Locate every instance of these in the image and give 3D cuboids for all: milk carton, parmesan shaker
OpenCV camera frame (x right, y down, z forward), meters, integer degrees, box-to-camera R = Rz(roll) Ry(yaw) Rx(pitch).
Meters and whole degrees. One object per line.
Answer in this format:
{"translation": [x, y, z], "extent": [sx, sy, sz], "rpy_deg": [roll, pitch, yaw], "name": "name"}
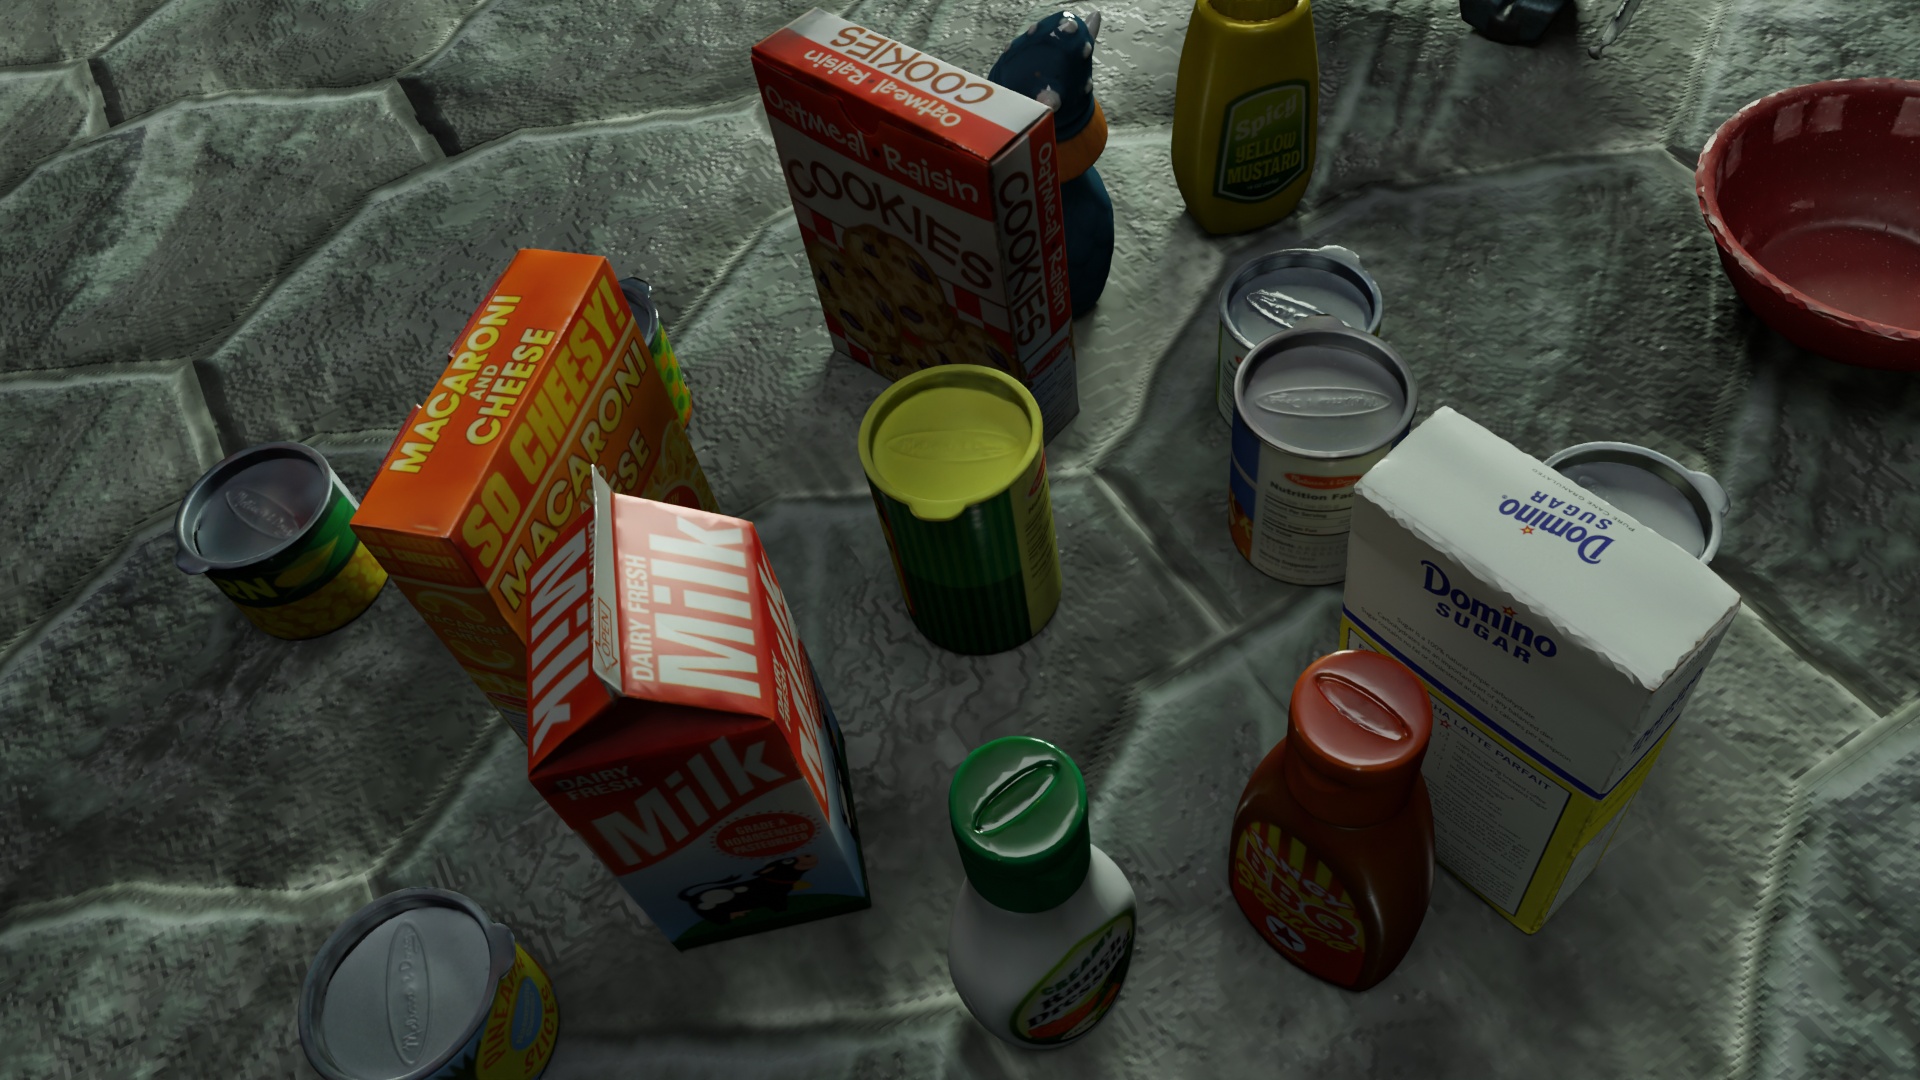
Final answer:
{"translation": [-0.084, 0.059, 0.442], "extent": [0.073, 0.189, 0.072], "rpy_deg": [-13, 54, -1], "name": "milk carton"}
{"translation": [0.002, -0.007, 0.531], "extent": [0.071, 0.102, 0.071], "rpy_deg": [-4, 54, 6], "name": "parmesan shaker"}

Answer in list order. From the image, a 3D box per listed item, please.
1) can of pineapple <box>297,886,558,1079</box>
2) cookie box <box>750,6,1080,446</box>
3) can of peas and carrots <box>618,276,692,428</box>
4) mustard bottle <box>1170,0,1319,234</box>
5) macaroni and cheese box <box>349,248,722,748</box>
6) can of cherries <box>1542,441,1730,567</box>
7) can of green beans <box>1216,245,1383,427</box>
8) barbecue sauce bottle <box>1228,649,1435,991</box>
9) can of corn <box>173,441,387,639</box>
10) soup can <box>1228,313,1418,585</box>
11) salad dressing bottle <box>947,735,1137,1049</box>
{"translation": [-0.174, 0.158, 0.466], "extent": [0.071, 0.057, 0.071], "rpy_deg": [-4, 54, 6], "name": "can of pineapple"}
{"translation": [-0.014, -0.123, 0.578], "extent": [0.123, 0.166, 0.040], "rpy_deg": [32, 65, 27], "name": "cookie box"}
{"translation": [-0.160, -0.076, 0.634], "extent": [0.071, 0.058, 0.071], "rpy_deg": [-4, 54, 6], "name": "can of peas and carrots"}
{"translation": [0.129, -0.212, 0.626], "extent": [0.065, 0.159, 0.049], "rpy_deg": [-18, 54, -5], "name": "mustard bottle"}
{"translation": [-0.144, -0.004, 0.512], "extent": [0.040, 0.165, 0.124], "rpy_deg": [8, 56, 14], "name": "macaroni and cheese box"}
{"translation": [0.240, 0.007, 0.513], "extent": [0.071, 0.058, 0.072], "rpy_deg": [-4, 54, 6], "name": "can of cherries"}
{"translation": [0.143, -0.081, 0.591], "extent": [0.071, 0.057, 0.071], "rpy_deg": [-4, 54, 6], "name": "can of green beans"}
{"translation": [0.114, 0.085, 0.419], "extent": [0.065, 0.147, 0.044], "rpy_deg": [37, 67, 29], "name": "barbecue sauce bottle"}
{"translation": [-0.290, 0.003, 0.596], "extent": [0.071, 0.058, 0.071], "rpy_deg": [-4, 54, 6], "name": "can of corn"}
{"translation": [0.139, -0.034, 0.542], "extent": [0.071, 0.083, 0.072], "rpy_deg": [-4, 54, 6], "name": "soup can"}
{"translation": [0.023, 0.108, 0.417], "extent": [0.064, 0.147, 0.044], "rpy_deg": [-36, 57, -16], "name": "salad dressing bottle"}
